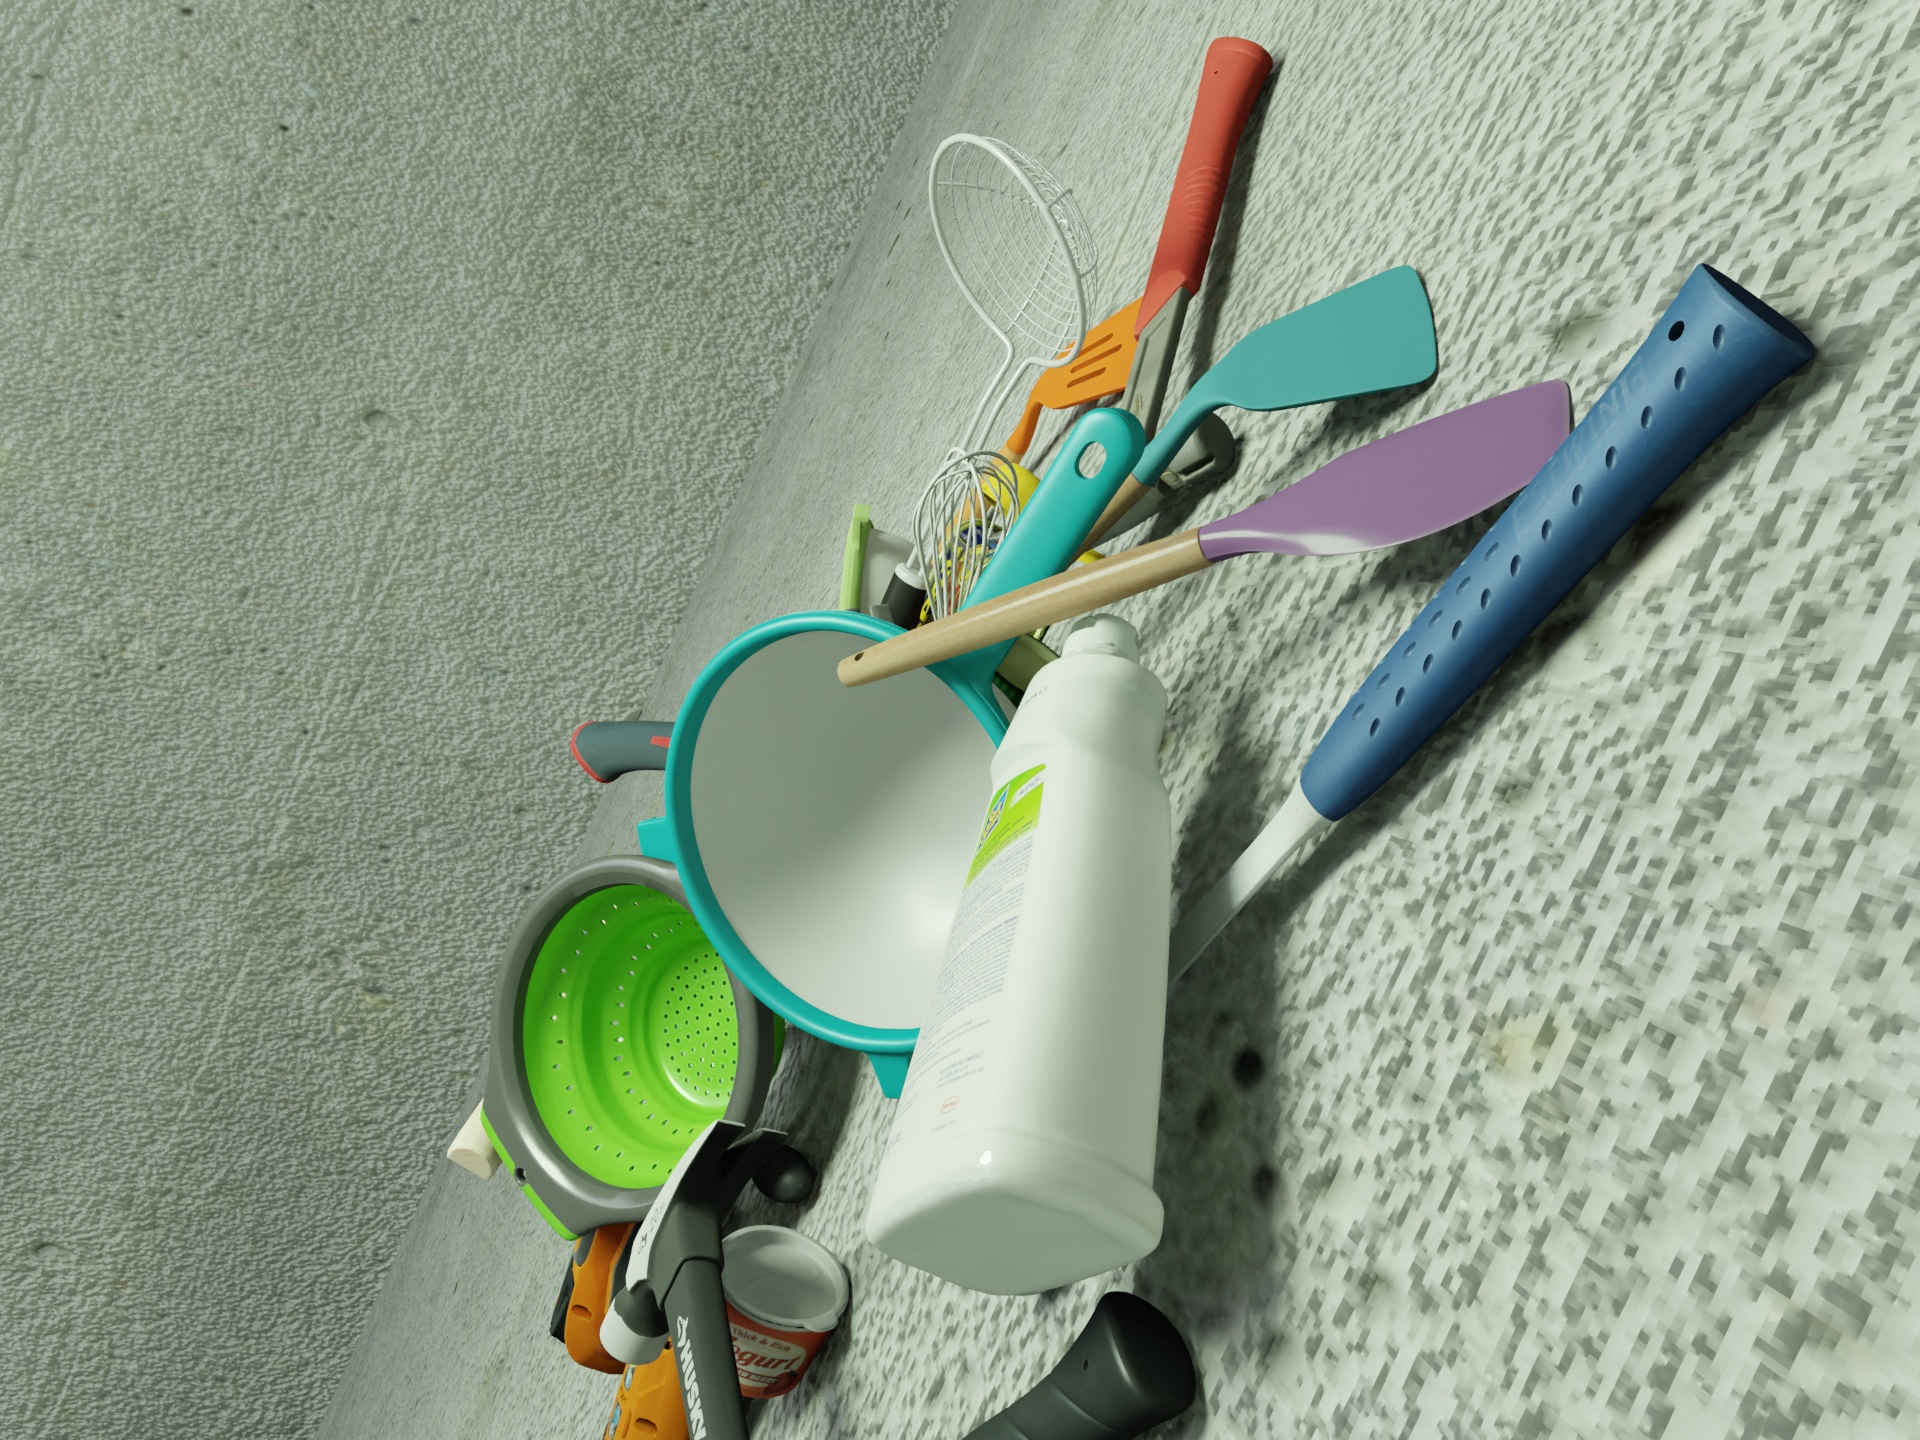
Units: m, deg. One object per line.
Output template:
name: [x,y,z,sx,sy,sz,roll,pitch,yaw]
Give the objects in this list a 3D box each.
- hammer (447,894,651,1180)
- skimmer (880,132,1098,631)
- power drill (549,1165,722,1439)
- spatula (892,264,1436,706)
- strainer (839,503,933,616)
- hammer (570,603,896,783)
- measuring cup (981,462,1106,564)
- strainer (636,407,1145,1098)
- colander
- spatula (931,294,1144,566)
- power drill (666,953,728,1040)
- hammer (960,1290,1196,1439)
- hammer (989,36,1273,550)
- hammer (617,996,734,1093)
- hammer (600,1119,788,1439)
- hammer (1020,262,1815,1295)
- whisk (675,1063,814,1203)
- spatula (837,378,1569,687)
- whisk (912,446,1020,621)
hammer: [-0.228,0.130,1.095,0.146,0.038,0.411,-51,10,44]
skimmer: [-0.025,-0.133,0.877,0.127,0.090,0.363,43,120,35]
power drill: [-0.178,0.360,0.901,0.226,0.084,0.164,-160,87,-70]
spatula: [0.072,-0.088,0.713,0.317,0.044,0.082,-41,30,38]
strainer: [-0.044,-0.007,1.044,0.151,0.069,0.256,87,-175,-81]
hammer: [-0.155,0.004,1.024,0.386,0.038,0.143,2,99,52]
measuring cup: [0.058,-0.113,0.898,0.029,0.062,0.157,-50,28,0]
strainer: [-0.001,-0.002,0.733,0.095,0.211,0.340,-23,-29,-58]
colander: [-0.126,0.116,0.910,0.205,0.094,0.397,43,107,28]
spatula: [0.037,-0.168,1.077,0.322,0.041,0.081,130,158,-54]
power drill: [-0.149,0.112,1.181,0.188,0.080,0.227,-41,26,55]
hammer: [-0.038,0.322,0.594,0.408,0.036,0.149,-53,21,37]
hammer: [0.114,-0.247,0.878,0.149,0.036,0.359,-22,42,48]
hammer: [-0.165,0.198,1.065,0.331,0.128,0.033,-30,39,50]
hammer: [-0.086,0.301,0.614,0.146,0.035,0.335,-64,26,17]
hammer: [0.112,0.028,0.530,0.405,0.035,0.144,-55,19,33]
whisk: [-0.143,0.261,0.992,0.284,0.070,0.070,-7,60,66]
spatula: [0.071,-0.056,0.596,0.316,0.018,0.060,-17,41,37]
whisk: [-0.005,-0.040,0.854,0.058,0.059,0.246,50,147,37]
